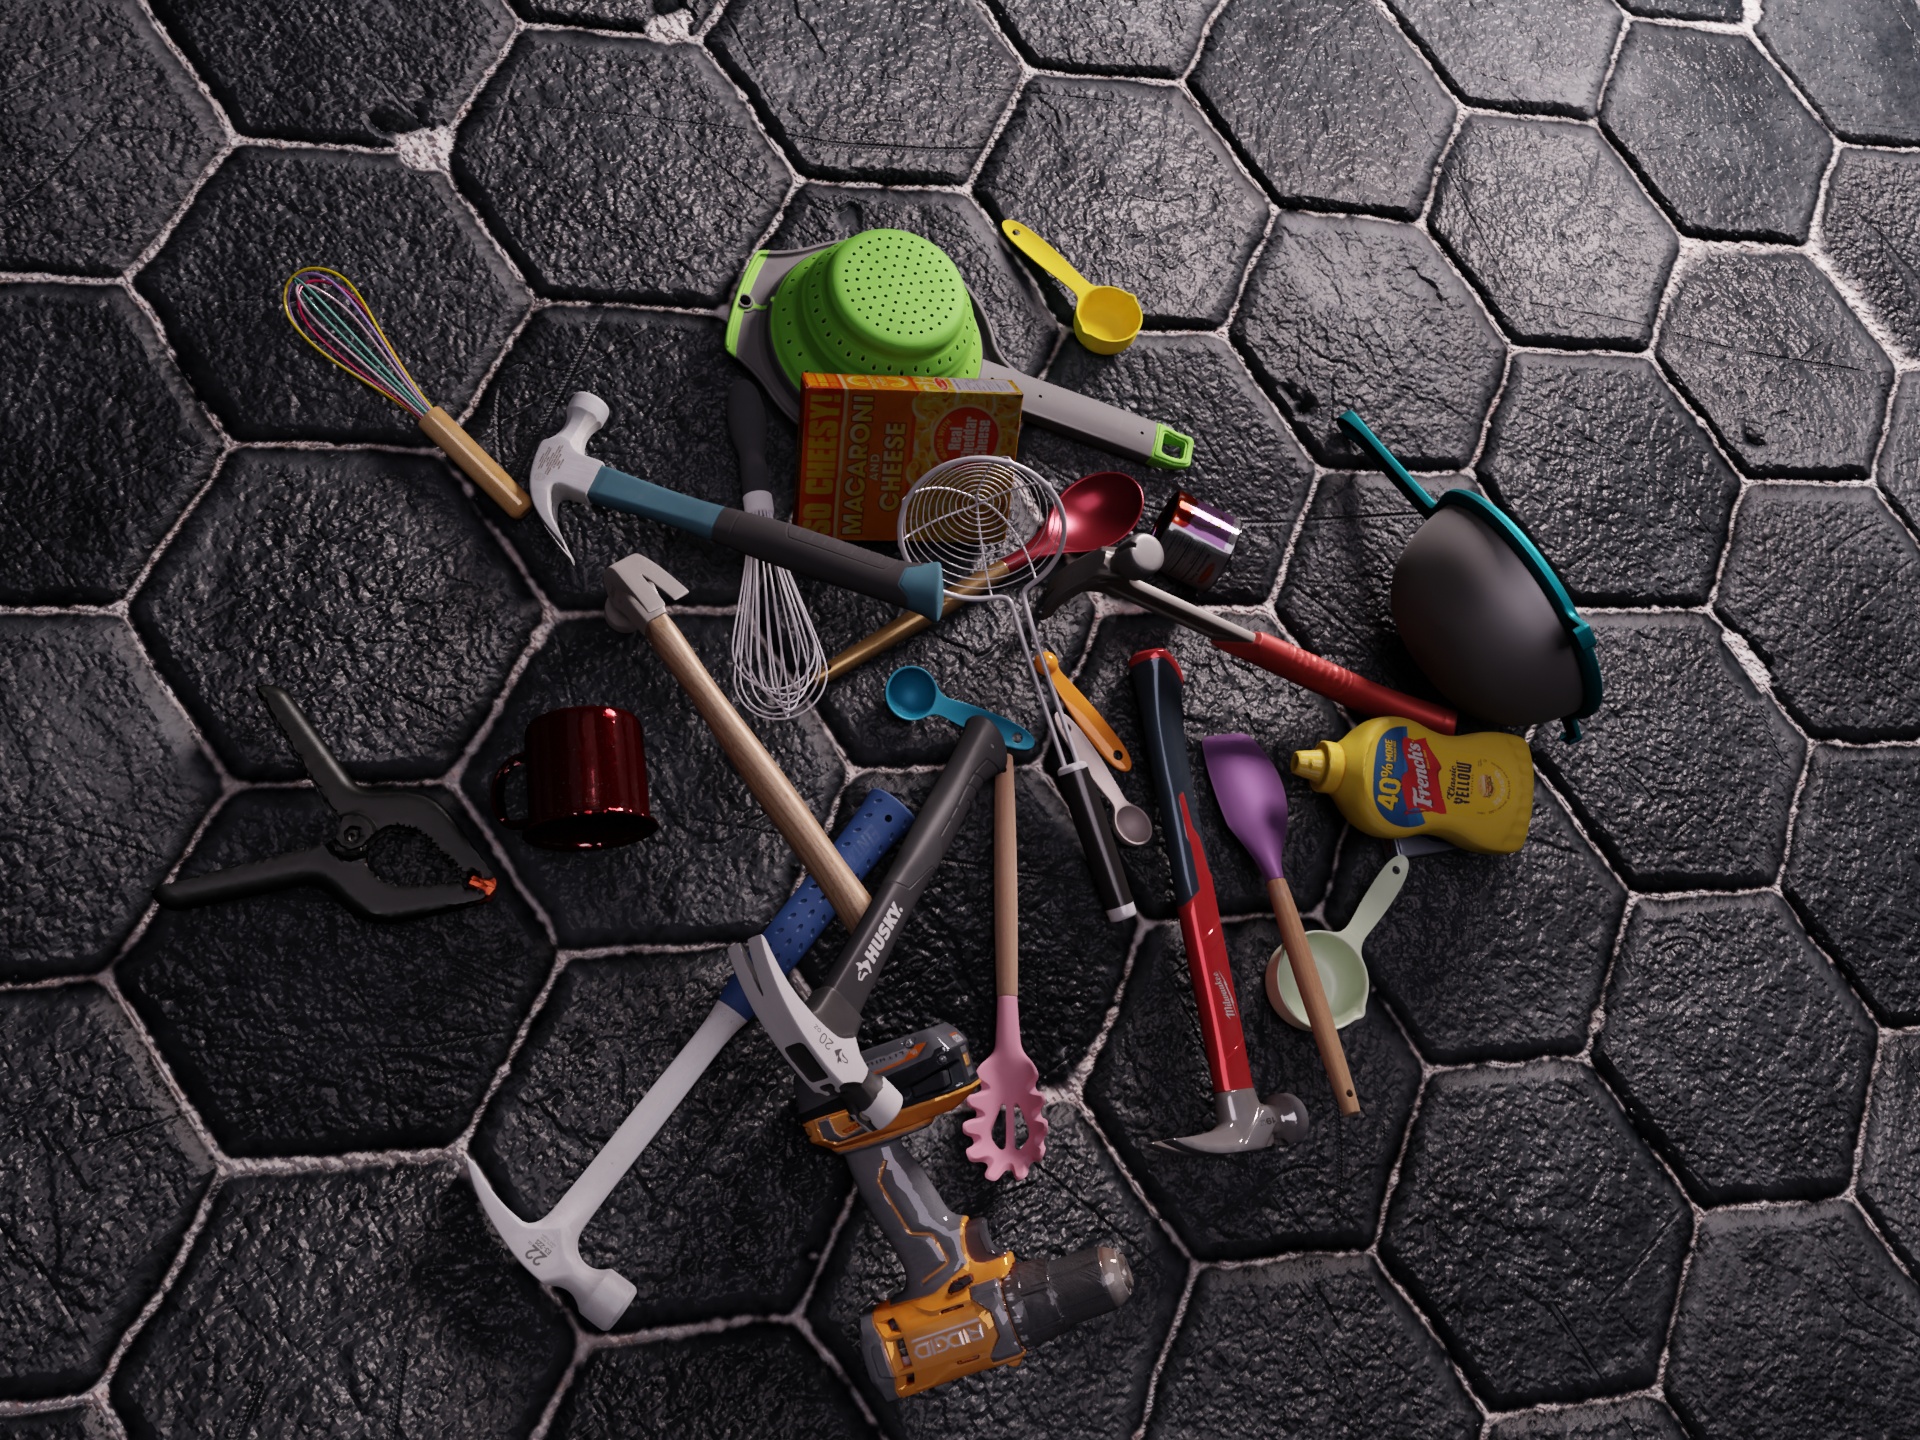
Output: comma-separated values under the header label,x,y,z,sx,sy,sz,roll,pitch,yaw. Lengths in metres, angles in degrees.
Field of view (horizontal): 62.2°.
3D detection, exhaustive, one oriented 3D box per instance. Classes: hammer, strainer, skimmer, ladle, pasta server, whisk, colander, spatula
label,x,y,z,sx,sy,sz,roll,pitch,yaw
hammer,-0.041,0.106,1.094,0.146,0.035,0.335,49,41,-18
strainer,0.380,-0.120,1.303,0.095,0.210,0.341,-32,60,1
skimmer,0.058,-0.019,1.190,0.127,0.090,0.363,-19,88,14
hammer,0.166,0.130,1.202,0.143,0.038,0.386,4,69,-38
hammer,-0.150,0.023,1.118,0.031,0.130,0.331,-34,84,-21
hammer,-0.171,0.208,1.112,0.144,0.035,0.405,39,69,-1
ladle,0.015,-0.108,1.256,0.315,0.031,0.069,-32,61,-18
pasta server,0.033,0.175,1.173,0.060,0.040,0.316,-2,72,7
whisk,-0.149,-0.134,1.210,0.070,0.070,0.285,-4,71,-16
colander,0.017,-0.293,1.269,0.397,0.094,0.205,17,66,-11
hammer,0.245,-0.049,1.269,0.358,0.149,0.037,22,70,-20
spatula,0.250,0.146,1.212,0.059,0.018,0.316,-4,61,-15
whisk,-0.408,-0.244,1.180,0.245,0.051,0.047,45,63,-2
hammer,-0.164,-0.141,1.167,0.331,0.033,0.128,19,68,10

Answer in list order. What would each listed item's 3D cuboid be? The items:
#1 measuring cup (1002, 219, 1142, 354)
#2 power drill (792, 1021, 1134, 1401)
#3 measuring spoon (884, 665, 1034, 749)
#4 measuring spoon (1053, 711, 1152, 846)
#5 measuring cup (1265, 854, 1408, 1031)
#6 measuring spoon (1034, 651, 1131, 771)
label,x,y,z,sx,sy,sz,roll,pitch,yaw
measuring cup,0.090,-0.371,1.358,0.062,0.029,0.156,-39,75,-21
power drill,-0.001,0.322,1.074,0.185,0.084,0.226,-20,80,7
measuring spoon,-0.002,-0.004,1.231,0.128,0.021,0.042,23,78,-17
measuring spoon,0.106,0.047,1.244,0.034,0.018,0.124,-23,74,-38
measuring cup,0.299,0.171,1.244,0.083,0.038,0.167,41,67,0
measuring spoon,0.098,-0.008,1.256,0.021,0.011,0.117,-36,85,-21
